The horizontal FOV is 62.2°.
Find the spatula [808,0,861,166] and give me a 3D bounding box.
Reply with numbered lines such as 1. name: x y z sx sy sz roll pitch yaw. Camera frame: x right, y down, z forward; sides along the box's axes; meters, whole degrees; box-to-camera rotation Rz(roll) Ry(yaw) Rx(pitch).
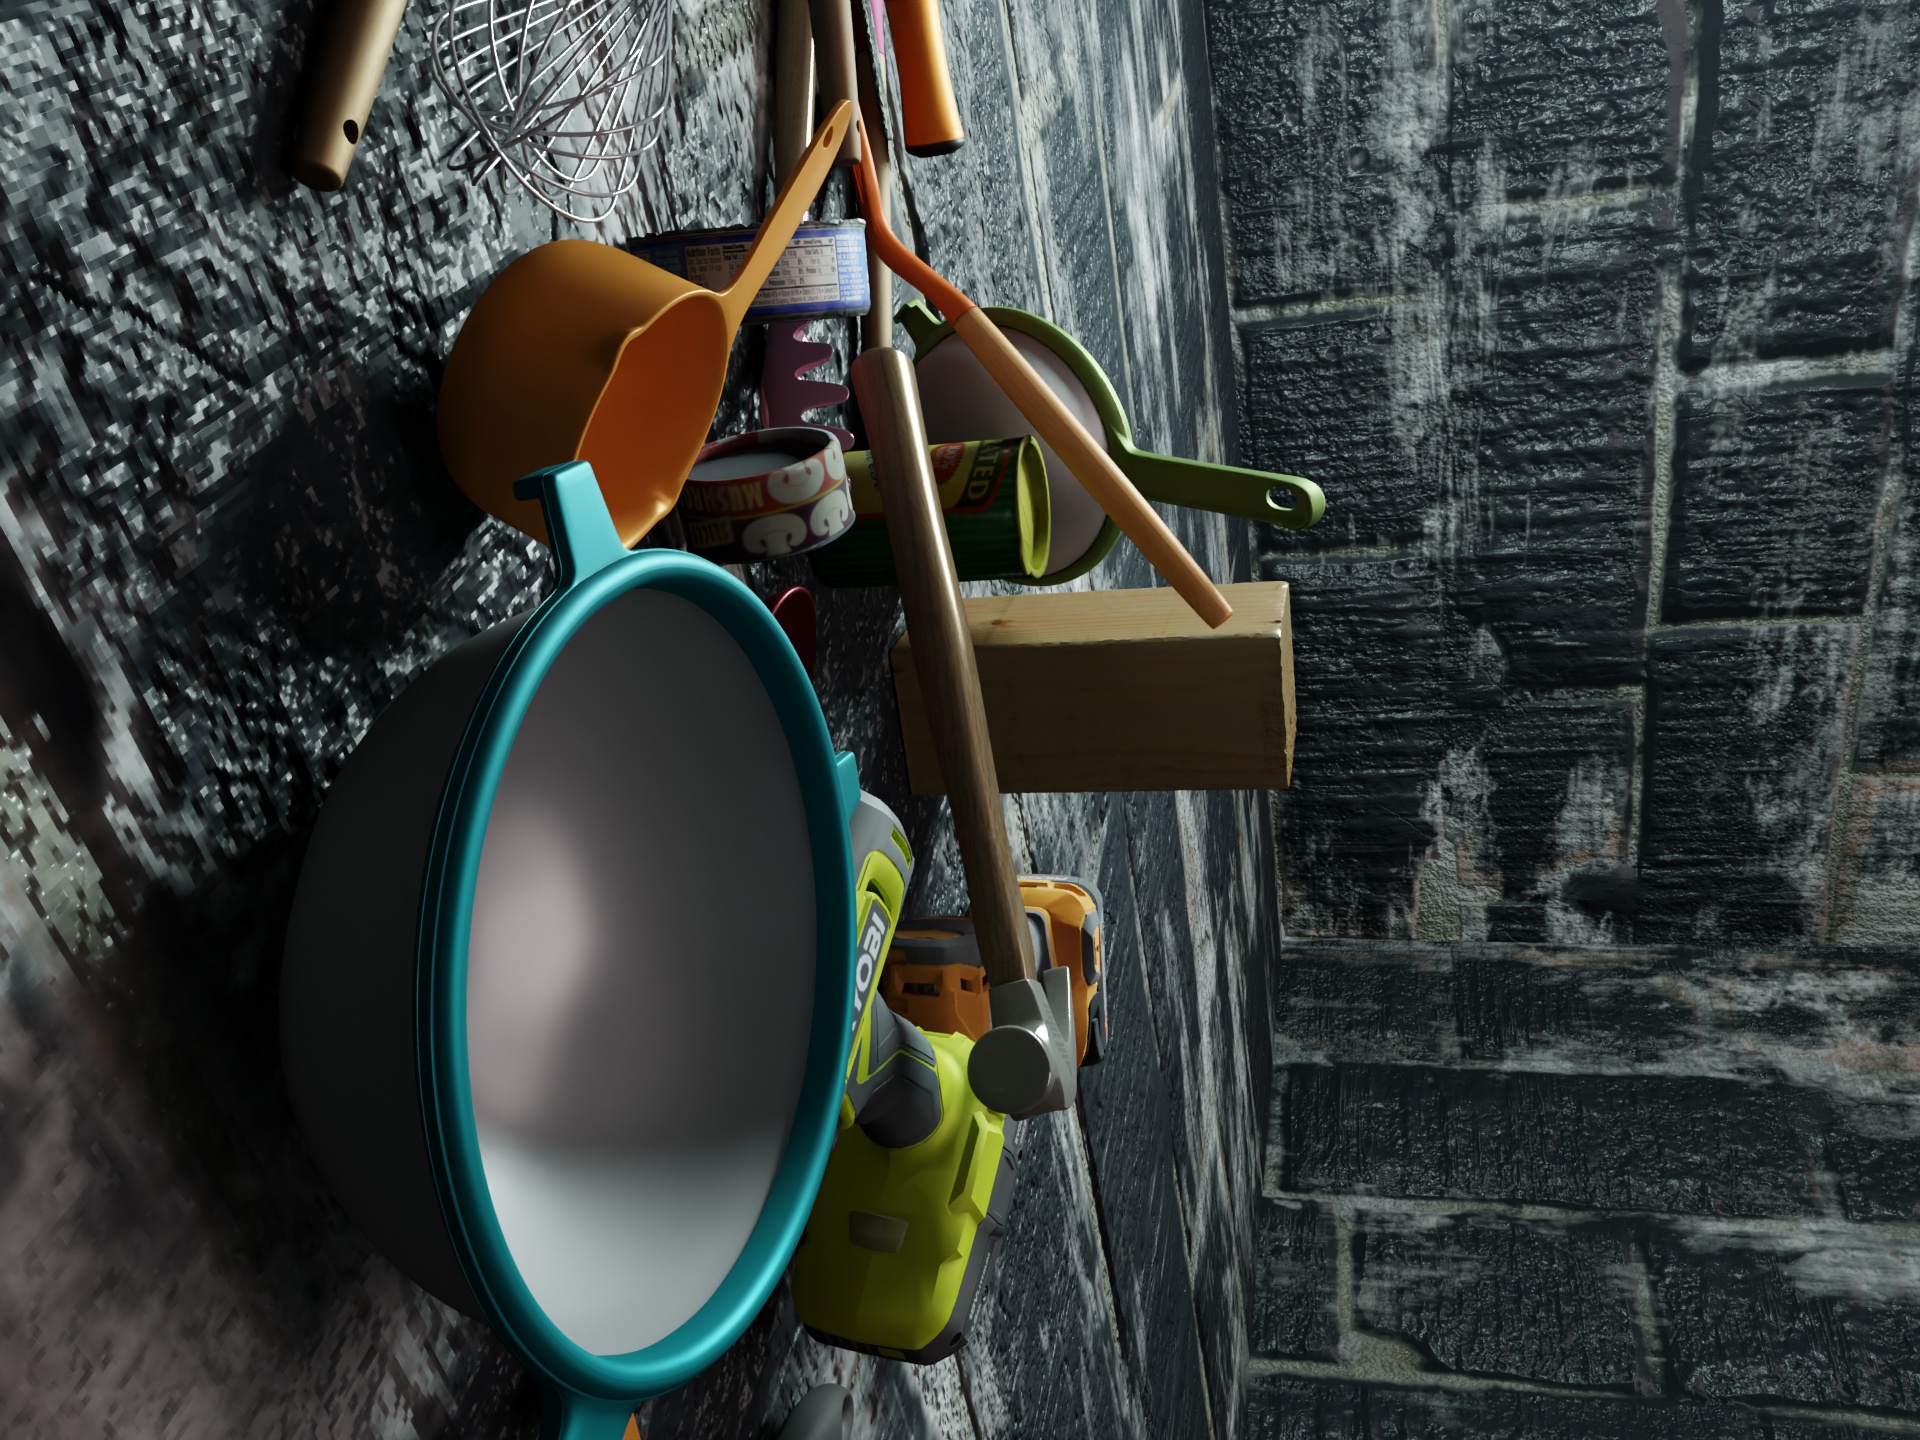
1. spatula: -0.063 -0.381 0.627 0.060 0.018 0.316 -30 115 -76

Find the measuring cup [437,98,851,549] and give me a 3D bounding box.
1. measuring cup: -0.093 -0.130 0.476 0.174 0.052 0.095 -62 173 -18

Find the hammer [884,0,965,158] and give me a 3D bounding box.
1. hammer: -0.038 -0.440 0.746 0.127 0.034 0.336 -106 -175 -67

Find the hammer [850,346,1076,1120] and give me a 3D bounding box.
1. hammer: -0.001 -0.002 0.663 0.130 0.031 0.331 51 26 -72

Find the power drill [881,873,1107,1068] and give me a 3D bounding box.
1. power drill: 0.020 0.188 0.898 0.226 0.084 0.185 -16 104 -69

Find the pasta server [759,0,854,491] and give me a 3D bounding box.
1. pasta server: -0.066 -0.250 0.706 0.060 0.040 0.316 117 -27 -78

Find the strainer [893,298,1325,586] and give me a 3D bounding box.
1. strainer: 0.051 -0.118 0.788 0.069 0.256 0.151 -32 127 -42

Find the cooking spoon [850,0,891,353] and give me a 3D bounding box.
1. cooking spoon: -0.045 -0.316 0.818 0.068 0.017 0.319 9 80 -72

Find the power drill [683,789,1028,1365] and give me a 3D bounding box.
1. power drill: -0.048 0.159 0.598 0.228 0.080 0.191 66 34 -51

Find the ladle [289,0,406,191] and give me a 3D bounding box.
1. ladle: -0.132 -0.285 0.449 0.078 0.062 0.320 53 41 -63

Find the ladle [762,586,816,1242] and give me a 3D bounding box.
1. ladle: -0.071 0.099 0.678 0.069 0.031 0.315 -36 125 -65

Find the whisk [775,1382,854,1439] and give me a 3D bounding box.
1. whisk: -0.080 0.305 0.579 0.295 0.073 0.073 15 74 -80

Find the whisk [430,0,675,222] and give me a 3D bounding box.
1. whisk: -0.108 -0.246 0.537 0.285 0.070 0.070 -80 161 -48

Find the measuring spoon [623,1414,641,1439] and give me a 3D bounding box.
1. measuring spoon: -0.122 0.214 0.523 0.021 0.011 0.116 -80 160 -65

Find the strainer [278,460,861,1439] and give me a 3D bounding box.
1. strainer: -0.116 0.121 0.397 0.210 0.095 0.341 54 40 -59

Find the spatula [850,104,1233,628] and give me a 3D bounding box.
1. spatula: 0.025 -0.174 0.737 0.323 0.041 0.081 51 -7 7
